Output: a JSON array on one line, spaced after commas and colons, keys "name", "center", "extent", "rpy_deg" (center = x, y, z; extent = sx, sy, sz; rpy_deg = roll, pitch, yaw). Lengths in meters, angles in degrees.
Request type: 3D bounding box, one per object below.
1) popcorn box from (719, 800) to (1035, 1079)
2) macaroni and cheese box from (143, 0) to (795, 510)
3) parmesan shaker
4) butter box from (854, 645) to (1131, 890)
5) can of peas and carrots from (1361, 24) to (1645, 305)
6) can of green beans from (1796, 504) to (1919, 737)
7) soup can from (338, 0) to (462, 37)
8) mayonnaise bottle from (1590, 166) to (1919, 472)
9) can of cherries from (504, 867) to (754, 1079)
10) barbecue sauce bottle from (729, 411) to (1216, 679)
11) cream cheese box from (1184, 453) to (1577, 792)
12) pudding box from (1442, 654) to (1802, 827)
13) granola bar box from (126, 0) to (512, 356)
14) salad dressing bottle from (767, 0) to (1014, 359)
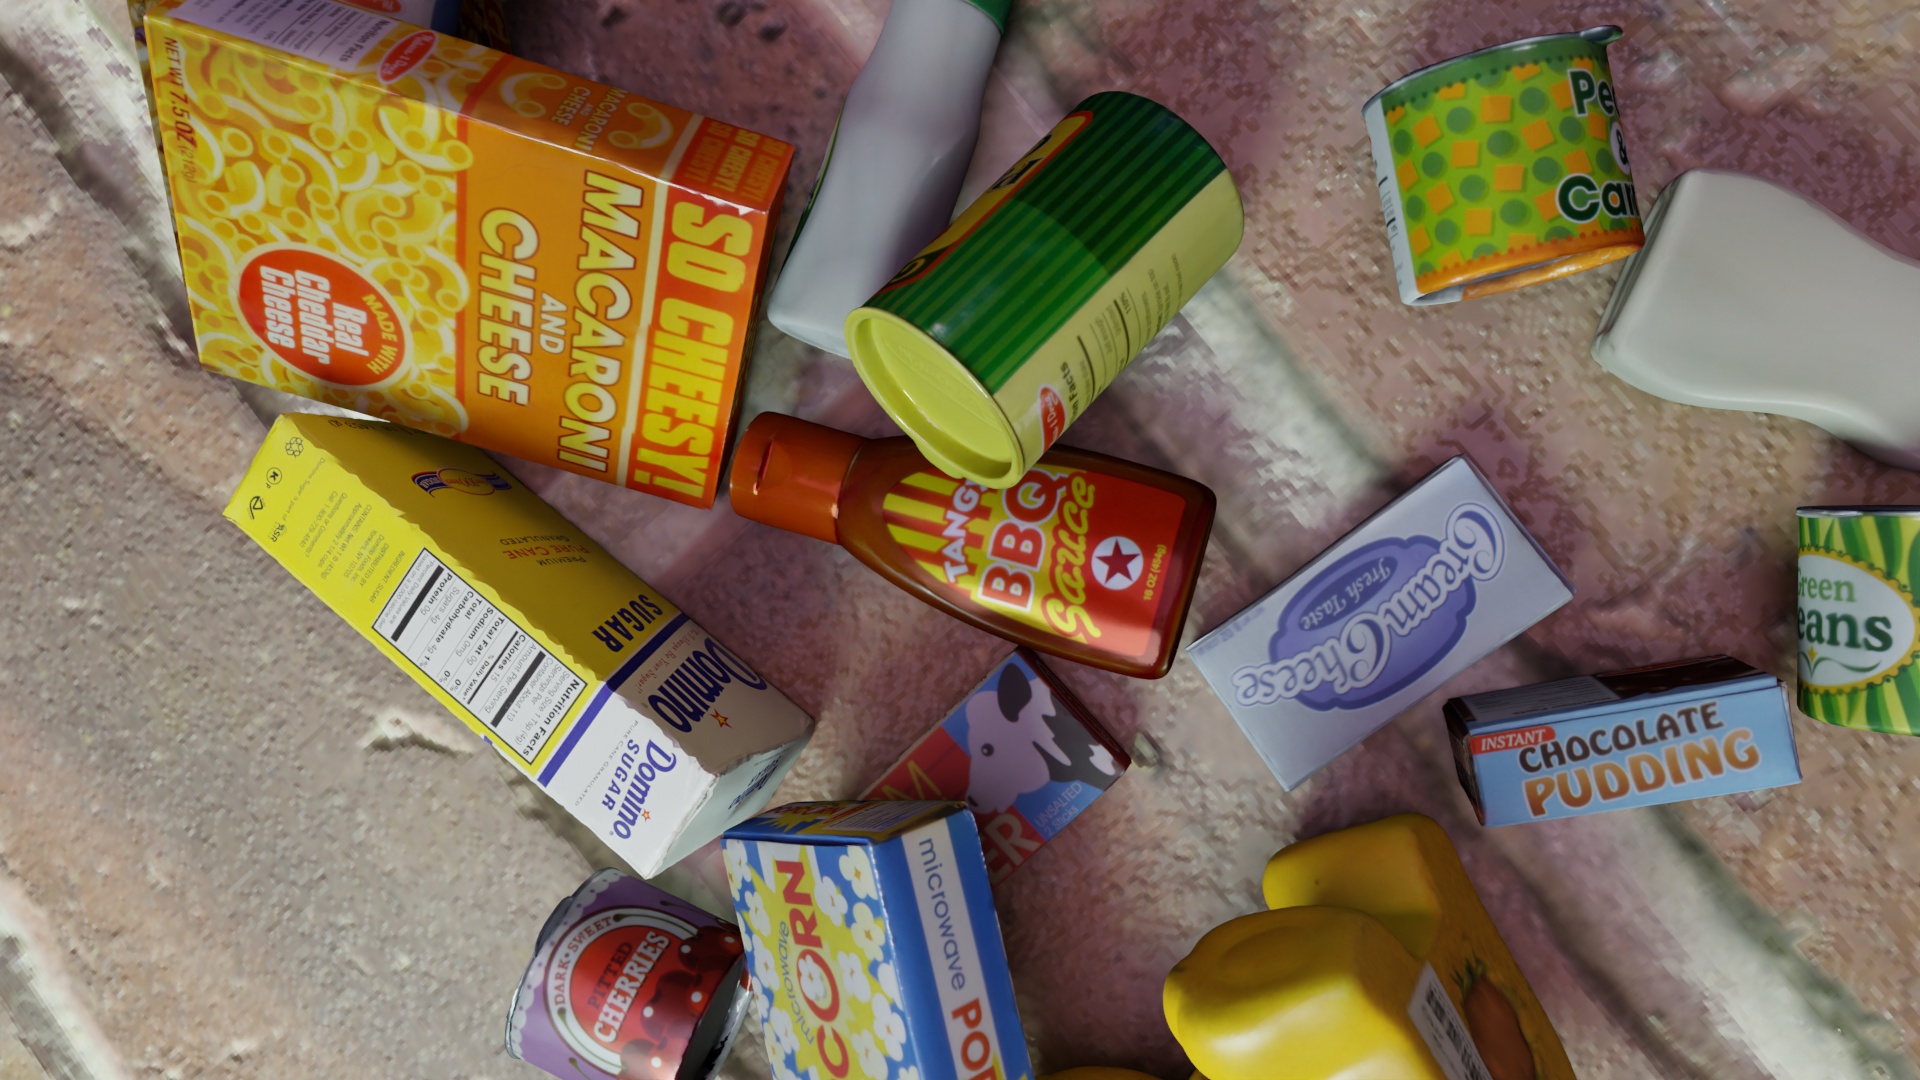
[{"name": "popcorn box", "center": [-0.022, 0.140, 0.403], "extent": [0.085, 0.038, 0.126], "rpy_deg": [-14, 89, 51]}, {"name": "macaroni and cheese box", "center": [-0.143, -0.085, 0.417], "extent": [0.166, 0.040, 0.123], "rpy_deg": [16, 135, -6]}, {"name": "parmesan shaker", "center": [0.025, -0.072, 0.405], "extent": [0.071, 0.071, 0.103], "rpy_deg": [41, 71, 9]}, {"name": "butter box", "center": [0.001, 0.087, 0.451], "extent": [0.103, 0.024, 0.053], "rpy_deg": [-45, 82, 10]}, {"name": "can of peas and carrots", "center": [0.154, -0.103, 0.390], "extent": [0.071, 0.071, 0.058], "rpy_deg": [-11, 90, 13]}, {"name": "can of green beans", "center": [0.261, 0.020, 0.370], "extent": [0.071, 0.071, 0.057], "rpy_deg": [0, 92, 13]}, {"name": "soup can", "center": [-0.186, -0.189, 0.428], "extent": [0.071, 0.071, 0.083], "rpy_deg": [12, 92, 12]}, {"name": "mayonnaise bottle", "center": [0.259, -0.050, 0.383], "extent": [0.148, 0.041, 0.064], "rpy_deg": [23, 98, 10]}, {"name": "can of cherries", "center": [-0.105, 0.148, 0.452], "extent": [0.058, 0.071, 0.071], "rpy_deg": [22, 96, 11]}, {"name": "barbecue sauce bottle", "center": [0.002, -0.006, 0.439], "extent": [0.148, 0.043, 0.065], "rpy_deg": [16, 90, 12]}, {"name": "cream cheese box", "center": [0.125, 0.025, 0.422], "extent": [0.103, 0.024, 0.053], "rpy_deg": [-37, 84, 11]}, {"name": "pudding box", "center": [0.186, 0.056, 0.396], "extent": [0.083, 0.050, 0.030], "rpy_deg": [-12, 90, 13]}, {"name": "granola bar box", "center": [-0.219, -0.156, 0.488], "extent": [0.124, 0.039, 0.165], "rpy_deg": [-13, 88, 12]}, {"name": "salad dressing bottle", "center": [-0.016, -0.130, 0.435], "extent": [0.044, 0.064, 0.147], "rpy_deg": [19, 87, 3]}]
